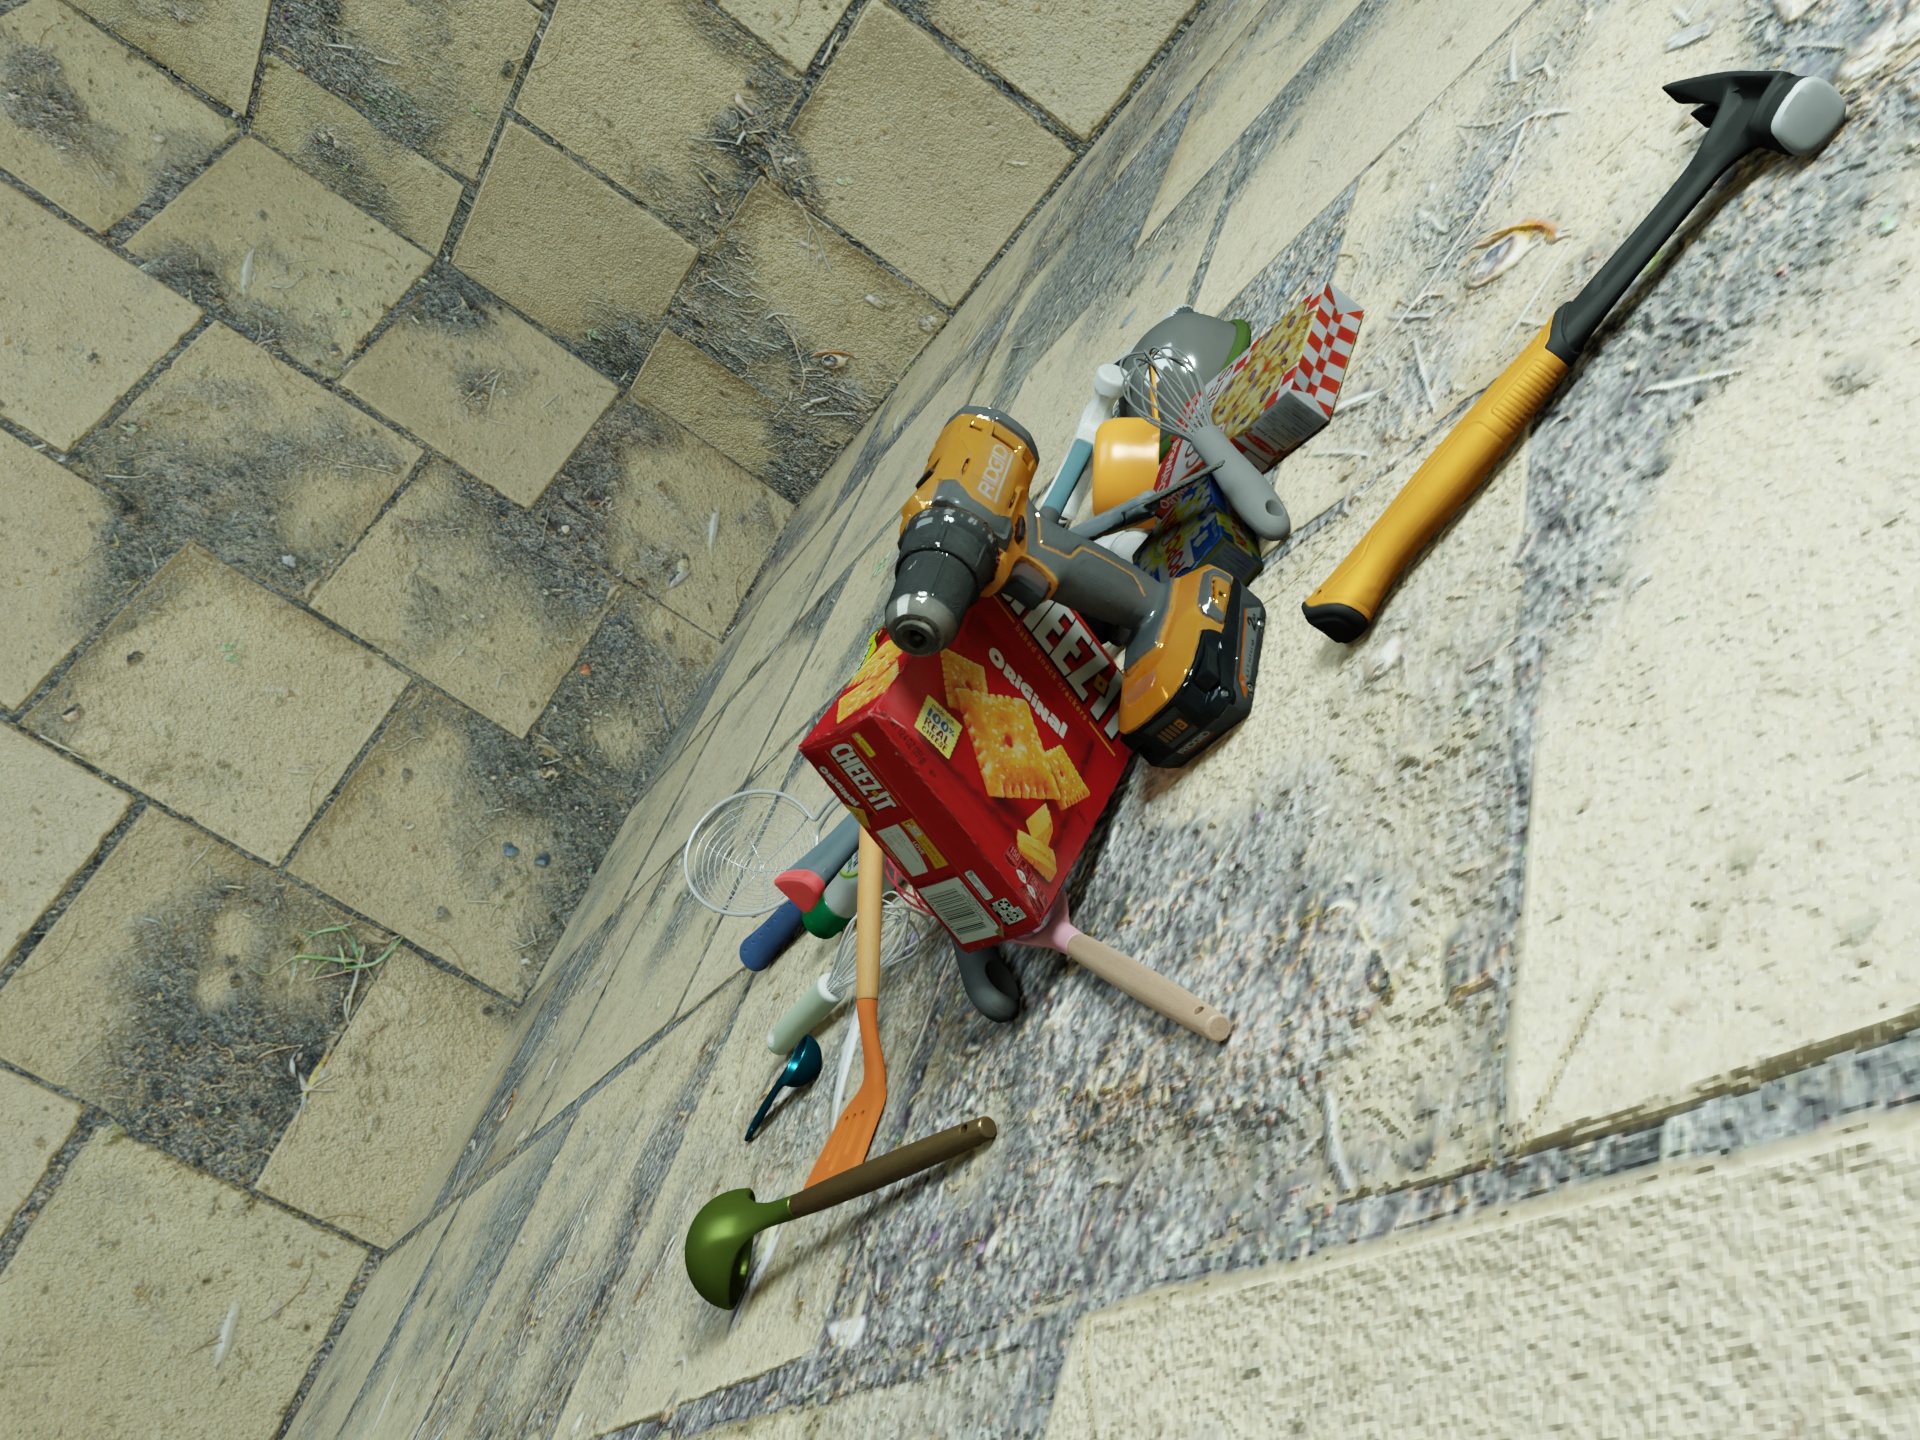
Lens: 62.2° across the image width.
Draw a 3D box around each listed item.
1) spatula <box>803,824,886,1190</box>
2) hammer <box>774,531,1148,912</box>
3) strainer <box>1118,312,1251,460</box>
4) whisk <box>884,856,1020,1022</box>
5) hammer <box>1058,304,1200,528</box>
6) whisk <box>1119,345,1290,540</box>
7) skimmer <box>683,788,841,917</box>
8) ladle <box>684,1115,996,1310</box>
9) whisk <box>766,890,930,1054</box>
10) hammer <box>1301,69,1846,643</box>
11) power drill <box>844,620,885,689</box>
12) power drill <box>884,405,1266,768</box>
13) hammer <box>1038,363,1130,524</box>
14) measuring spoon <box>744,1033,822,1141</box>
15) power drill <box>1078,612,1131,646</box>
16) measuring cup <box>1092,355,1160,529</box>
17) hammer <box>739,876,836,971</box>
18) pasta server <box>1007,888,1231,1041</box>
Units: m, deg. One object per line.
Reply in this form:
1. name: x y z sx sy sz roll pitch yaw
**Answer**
1. spatula: -0.073 0.170 1.110 0.081 0.041 0.323 -36 47 54
2. hammer: -0.002 -0.004 1.249 0.386 0.038 0.143 -46 12 -5
3. strainer: 0.189 -0.295 1.330 0.151 0.069 0.256 -57 13 -2
4. whisk: -0.004 0.126 1.071 0.073 0.073 0.296 -54 20 9
5. hammer: 0.099 -0.211 1.516 0.409 0.036 0.149 -60 13 -13
6. whisk: 0.168 -0.194 1.094 0.055 0.055 0.239 -50 39 23
7. skimmer: -0.111 0.046 1.388 0.363 0.090 0.127 -44 51 33
8. ladle: -0.076 0.299 0.984 0.320 0.062 0.078 -34 33 40
9. whisk: -0.095 0.203 1.231 0.246 0.059 0.058 -49 32 44
10. hammer: 0.291 -0.180 0.814 0.337 0.034 0.127 -52 15 16
11. power drill: -0.053 -0.058 1.603 0.228 0.080 0.191 -44 18 49
12. power drill: 0.062 -0.063 0.919 0.084 0.226 0.185 -43 19 42
13. hammer: 0.066 -0.156 1.284 0.128 0.033 0.331 110 -175 -46
14. measuring spoon: -0.136 0.293 1.237 0.128 0.021 0.042 -58 10 34
15. power drill: 0.037 -0.021 1.108 0.084 0.164 0.227 -34 39 57
16. measuring cup: 0.133 -0.231 1.281 0.095 0.052 0.174 84 -172 -57
17. hammer: -0.083 0.101 1.429 0.405 0.035 0.144 -47 17 34
18. pasta server: 0.070 0.124 0.871 0.060 0.040 0.316 -40 13 -10
